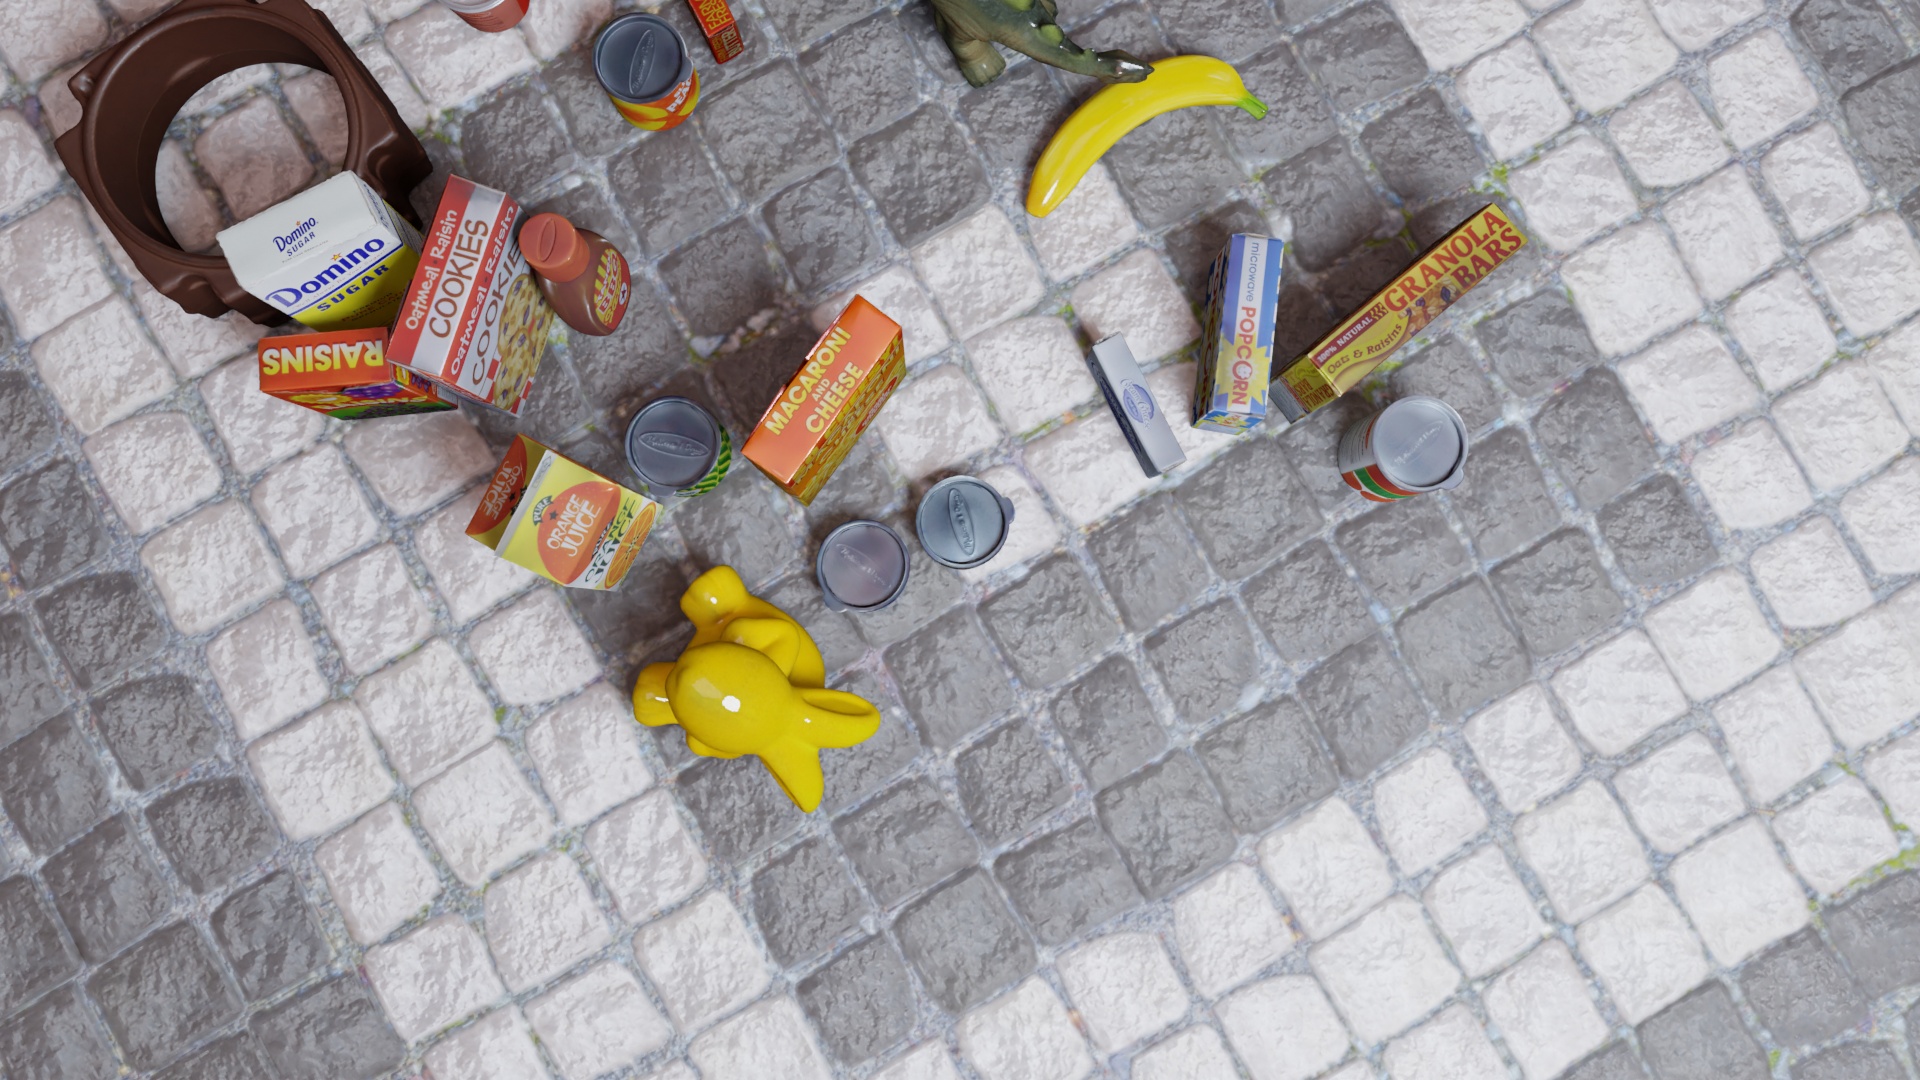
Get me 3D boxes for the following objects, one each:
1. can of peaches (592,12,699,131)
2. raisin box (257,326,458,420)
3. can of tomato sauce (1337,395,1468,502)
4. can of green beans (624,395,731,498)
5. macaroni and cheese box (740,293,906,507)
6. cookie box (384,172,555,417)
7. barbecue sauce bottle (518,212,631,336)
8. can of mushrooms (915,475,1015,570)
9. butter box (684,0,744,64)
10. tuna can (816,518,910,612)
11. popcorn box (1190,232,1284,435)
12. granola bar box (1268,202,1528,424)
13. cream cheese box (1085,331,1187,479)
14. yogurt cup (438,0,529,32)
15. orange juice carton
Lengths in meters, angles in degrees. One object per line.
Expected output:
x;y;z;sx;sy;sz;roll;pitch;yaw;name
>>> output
-0.222;-0.334;0.997;0.071;0.058;0.071;0;86;-1;can of peaches
-0.405;-0.111;0.943;0.086;0.123;0.040;-5;86;-2;raisin box
0.311;-0.062;0.978;0.071;0.083;0.071;0;86;-1;can of tomato sauce
-0.198;-0.065;0.978;0.071;0.058;0.071;0;86;-1;can of green beans
-0.088;-0.088;0.928;0.040;0.166;0.124;36;86;1;macaroni and cheese box
-0.317;-0.157;0.927;0.040;0.167;0.123;17;86;0;cookie box
-0.260;-0.183;0.940;0.044;0.148;0.065;11;86;-1;barbecue sauce bottle
0.004;-0.012;0.991;0.071;0.033;0.071;0;86;-1;can of mushrooms
-0.192;-0.402;1.006;0.024;0.053;0.103;-28;87;-3;butter box
-0.070;0.021;0.987;0.071;0.033;0.071;0;86;-1;tuna can
0.195;-0.144;0.980;0.038;0.085;0.126;7;86;-1;popcorn box
0.296;-0.155;0.964;0.165;0.124;0.039;-39;88;-4;granola bar box
0.124;-0.095;0.991;0.024;0.053;0.104;-27;87;-3;cream cheese box
-0.345;-0.403;1.001;0.072;0.054;0.072;0;86;-1;yogurt cup
-0.259;-0.016;0.905;0.073;0.192;0.072;27;86;1;orange juice carton
